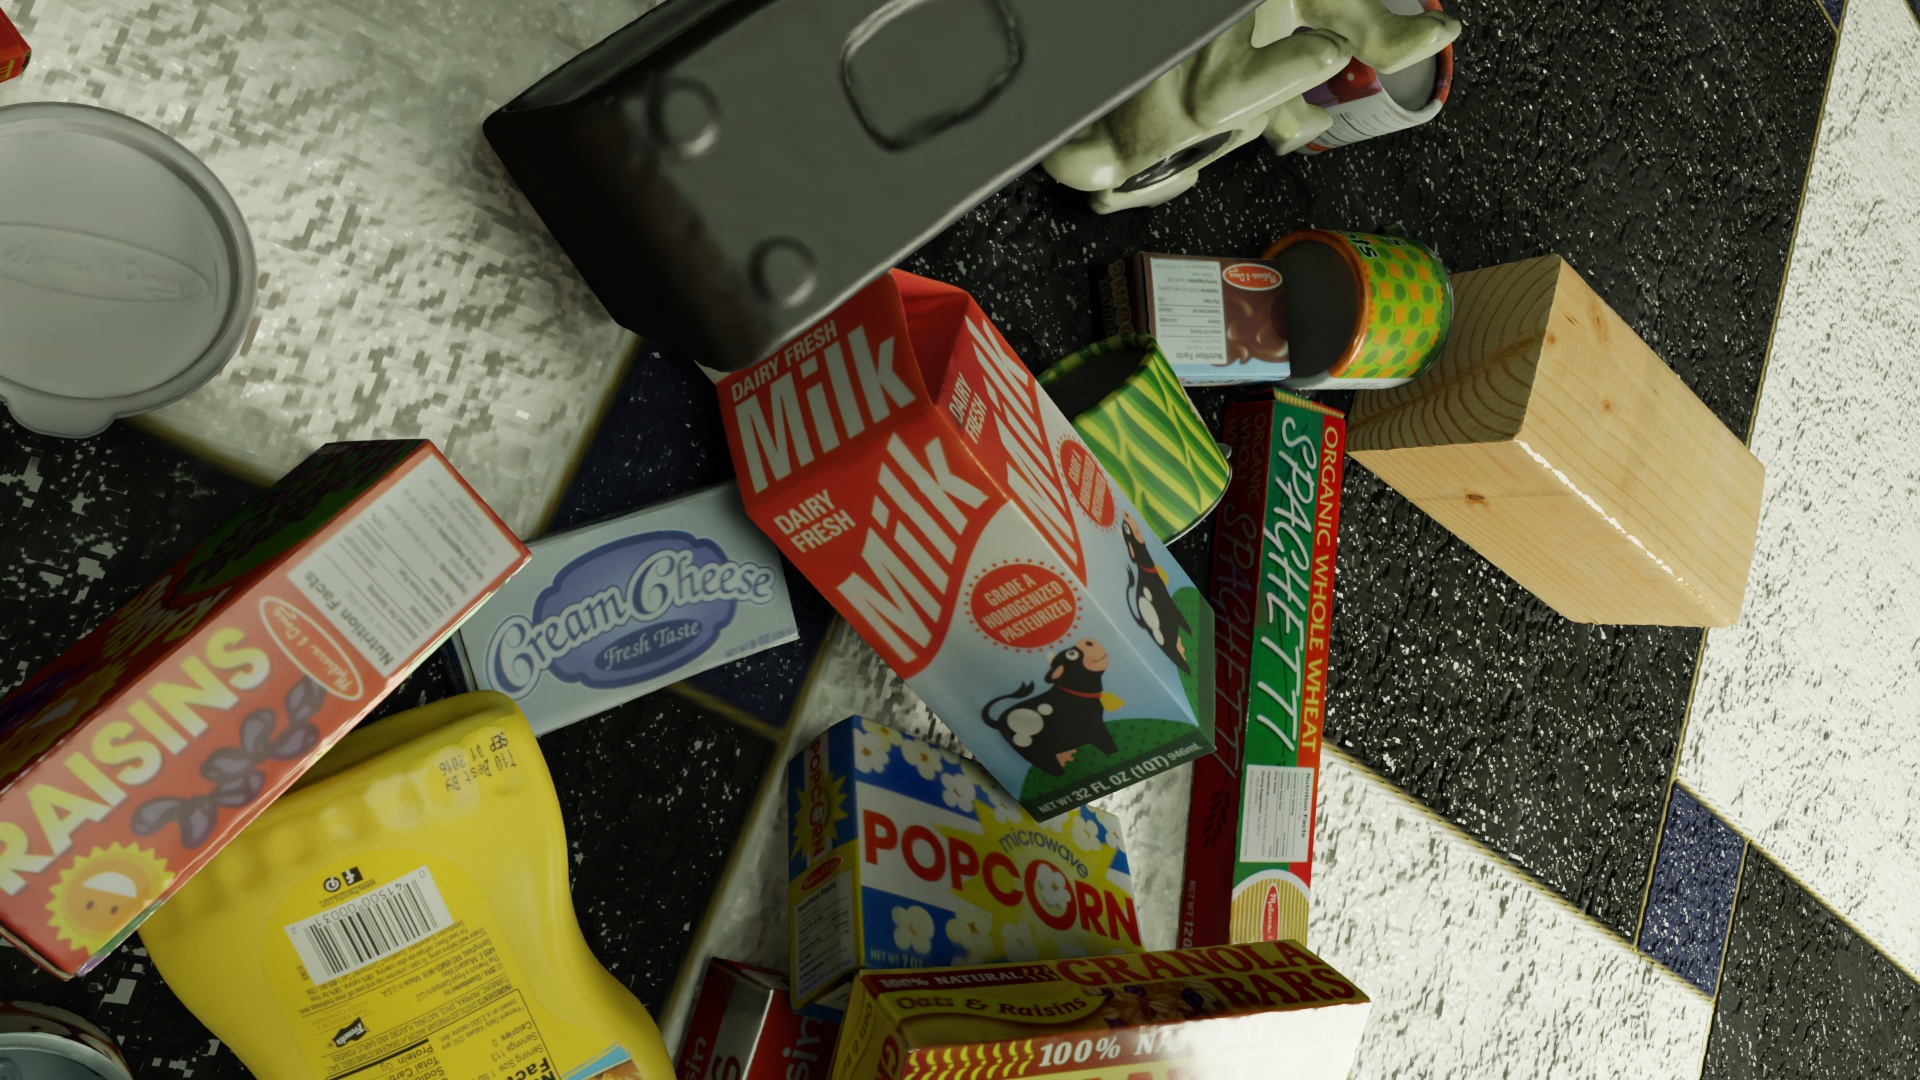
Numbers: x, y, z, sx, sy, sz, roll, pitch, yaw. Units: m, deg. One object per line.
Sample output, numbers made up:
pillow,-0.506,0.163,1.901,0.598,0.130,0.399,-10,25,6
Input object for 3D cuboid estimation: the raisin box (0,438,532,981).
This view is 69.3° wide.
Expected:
raisin box,-0.169,0.030,0.317,0.124,0.086,0.040,-48,121,-28

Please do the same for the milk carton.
milk carton,0.002,-0.005,0.438,0.190,0.072,0.074,49,29,-23

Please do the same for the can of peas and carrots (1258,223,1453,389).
can of peas and carrots,0.161,-0.099,0.582,0.059,0.071,0.071,-5,92,-36

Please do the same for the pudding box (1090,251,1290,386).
pudding box,0.093,-0.086,0.553,0.084,0.030,0.049,-6,91,-37

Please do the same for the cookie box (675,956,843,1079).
cookie box,-0.022,0.215,0.452,0.167,0.040,0.123,25,74,-35

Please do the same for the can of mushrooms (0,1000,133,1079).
can of mushrooms,-0.217,0.140,0.311,0.071,0.033,0.071,2,87,-37

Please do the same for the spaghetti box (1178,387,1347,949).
spaghetti box,0.125,0.064,0.573,0.050,0.028,0.250,10,82,-36

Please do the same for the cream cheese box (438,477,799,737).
cream cheese box,-0.100,0.019,0.408,0.104,0.024,0.053,-20,100,-36

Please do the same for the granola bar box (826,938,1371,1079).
granola bar box,0.035,0.186,0.414,0.166,0.039,0.124,7,103,-31

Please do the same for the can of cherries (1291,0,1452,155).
can of cherries,0.167,-0.207,0.595,0.071,0.058,0.071,1,89,-37

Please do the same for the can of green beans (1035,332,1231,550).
can of green beans,0.055,-0.034,0.500,0.071,0.071,0.057,-46,115,-28

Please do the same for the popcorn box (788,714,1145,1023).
popcorn box,0.004,0.118,0.451,0.126,0.038,0.085,27,39,-33

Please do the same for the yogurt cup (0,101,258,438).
yogurt cup,-0.202,-0.059,0.316,0.072,0.054,0.072,1,88,-37

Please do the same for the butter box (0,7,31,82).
butter box,-0.262,-0.105,0.290,0.104,0.024,0.053,-39,110,-31
